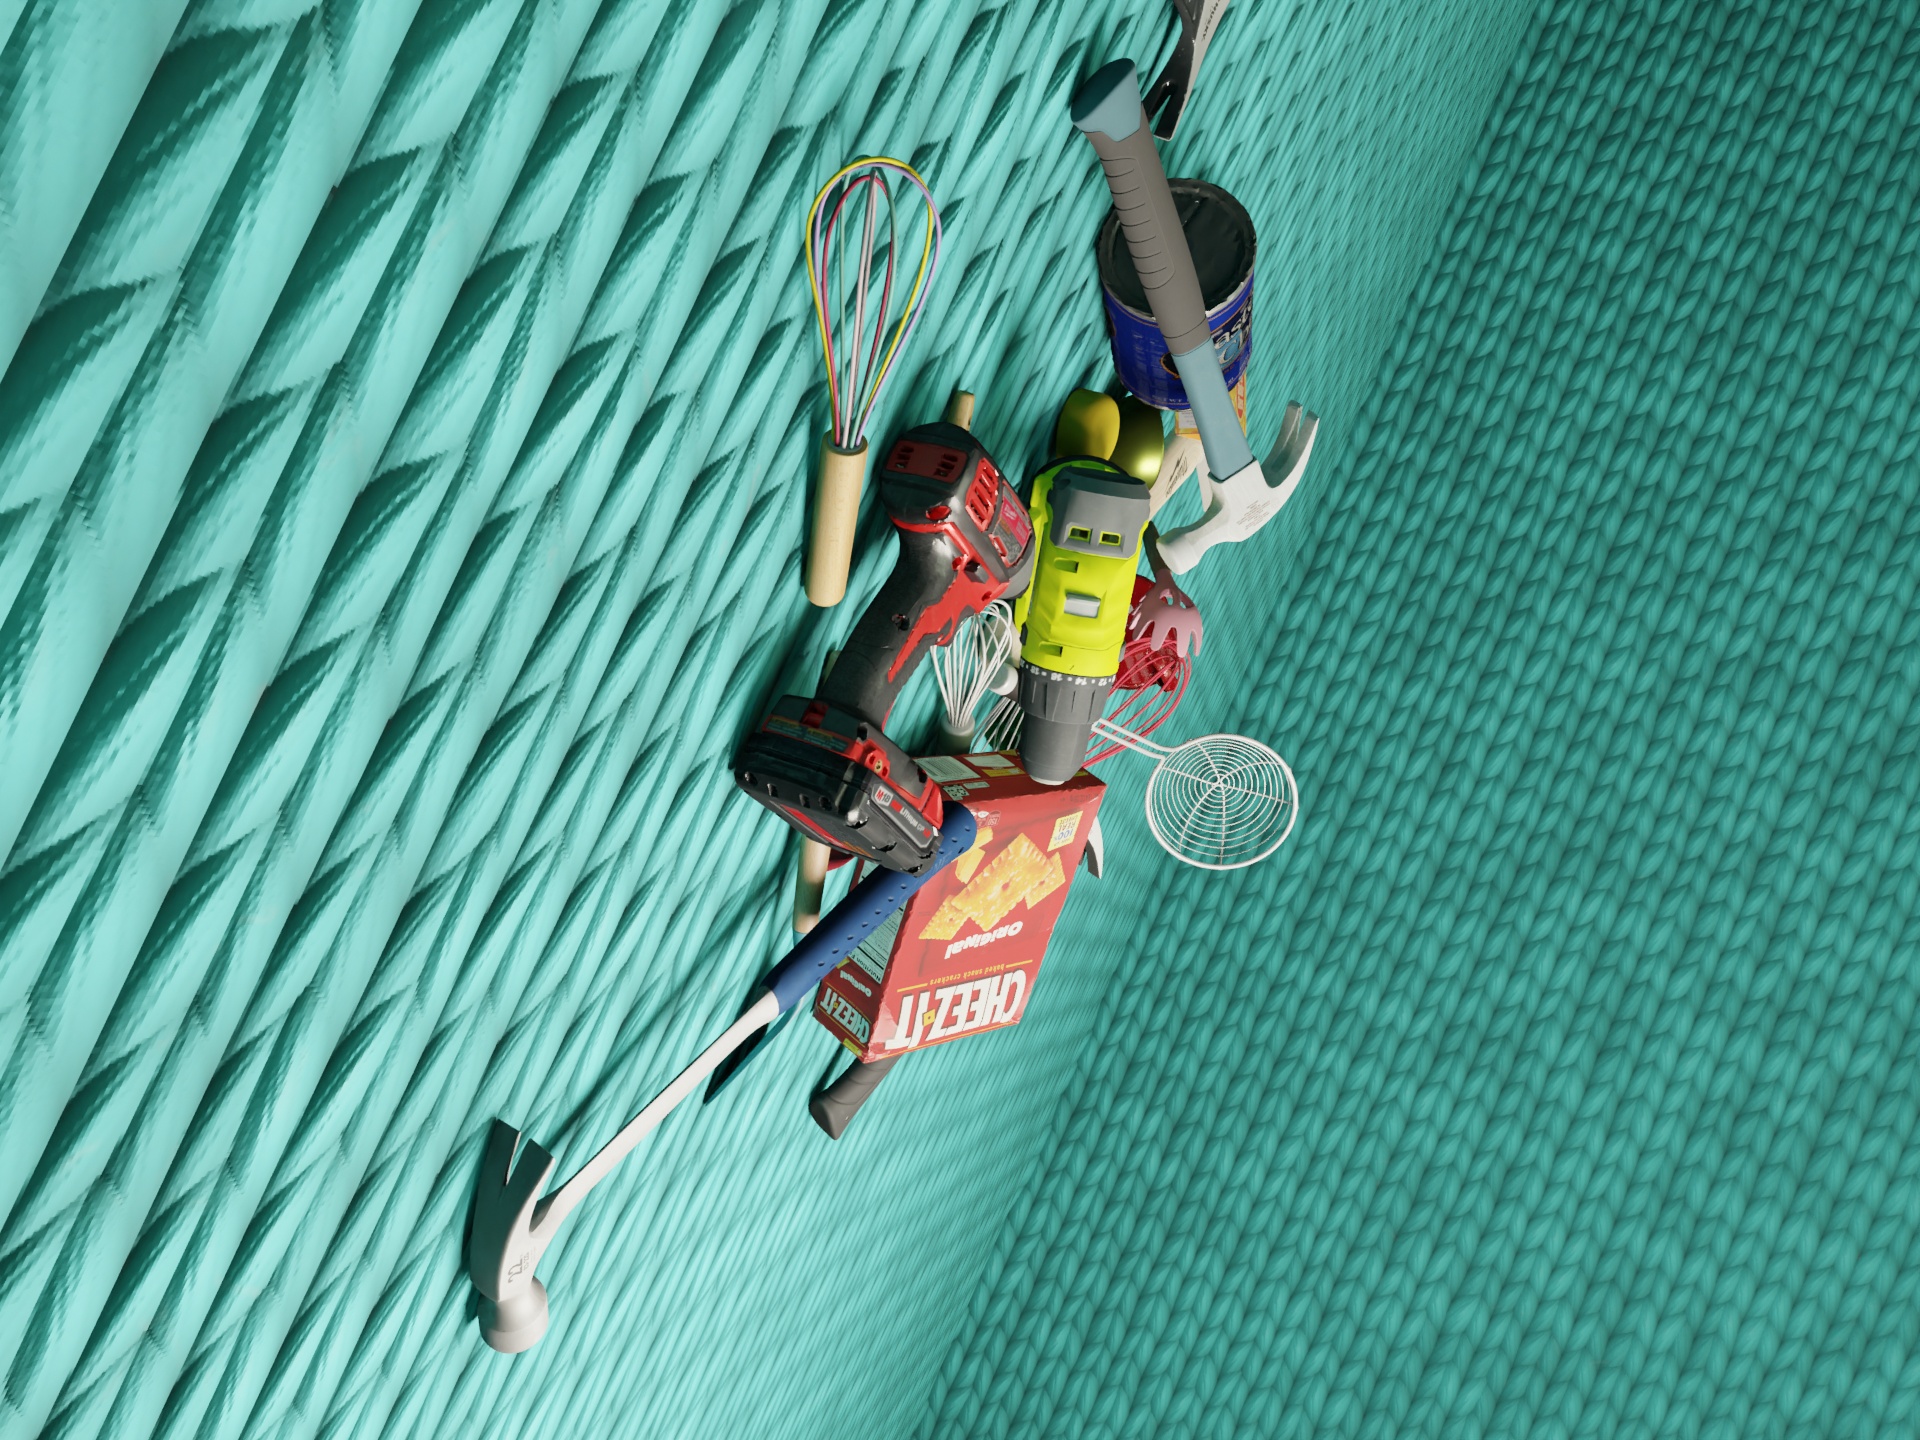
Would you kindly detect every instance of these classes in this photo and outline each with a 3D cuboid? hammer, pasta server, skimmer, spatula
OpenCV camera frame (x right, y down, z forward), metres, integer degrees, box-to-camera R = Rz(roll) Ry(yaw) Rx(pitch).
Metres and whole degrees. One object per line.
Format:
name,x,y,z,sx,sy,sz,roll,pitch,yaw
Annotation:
hammer,0.090,-0.416,0.815,0.149,0.036,0.409,-69,165,12
pasta server,0.174,-0.127,1.400,0.316,0.060,0.040,-85,-171,-69
skimmer,0.143,0.035,1.240,0.127,0.090,0.363,-41,145,20
hammer,-0.112,0.159,0.878,0.405,0.035,0.144,-41,152,-44
hammer,-0.003,0.196,1.275,0.335,0.035,0.146,-50,147,-8
spatula,-0.101,0.099,0.954,0.082,0.044,0.317,-41,147,-58
hammer,0.137,-0.244,0.982,0.128,0.033,0.330,-33,131,-5
hammer,0.129,-0.145,1.299,0.411,0.038,0.146,-49,133,-42

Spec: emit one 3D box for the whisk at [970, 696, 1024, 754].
whisk,0.067,-0.043,1.270,0.070,0.070,0.285,92,18,-55

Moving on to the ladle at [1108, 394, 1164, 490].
ladle,0.180,-0.280,1.314,0.320,0.062,0.078,-55,164,-48

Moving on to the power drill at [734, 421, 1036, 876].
power drill,-0.025,-0.036,0.865,0.220,0.079,0.143,-66,151,-14

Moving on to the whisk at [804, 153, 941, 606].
whisk,-0.054,-0.144,0.720,0.047,0.051,0.244,-29,150,-32

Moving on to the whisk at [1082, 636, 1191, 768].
whisk,0.079,0.039,1.314,0.296,0.073,0.073,-45,164,-1

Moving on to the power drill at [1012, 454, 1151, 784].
power drill,0.073,-0.077,1.034,0.229,0.080,0.190,-79,179,-73

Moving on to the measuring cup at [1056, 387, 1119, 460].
measuring cup,0.107,-0.182,1.179,0.062,0.029,0.156,-62,150,-23

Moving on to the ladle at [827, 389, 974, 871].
ladle,-0.038,-0.044,0.952,0.069,0.031,0.315,-43,151,-67

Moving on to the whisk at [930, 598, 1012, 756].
whisk,-0.002,-0.004,1.120,0.059,0.058,0.246,-21,148,-21
